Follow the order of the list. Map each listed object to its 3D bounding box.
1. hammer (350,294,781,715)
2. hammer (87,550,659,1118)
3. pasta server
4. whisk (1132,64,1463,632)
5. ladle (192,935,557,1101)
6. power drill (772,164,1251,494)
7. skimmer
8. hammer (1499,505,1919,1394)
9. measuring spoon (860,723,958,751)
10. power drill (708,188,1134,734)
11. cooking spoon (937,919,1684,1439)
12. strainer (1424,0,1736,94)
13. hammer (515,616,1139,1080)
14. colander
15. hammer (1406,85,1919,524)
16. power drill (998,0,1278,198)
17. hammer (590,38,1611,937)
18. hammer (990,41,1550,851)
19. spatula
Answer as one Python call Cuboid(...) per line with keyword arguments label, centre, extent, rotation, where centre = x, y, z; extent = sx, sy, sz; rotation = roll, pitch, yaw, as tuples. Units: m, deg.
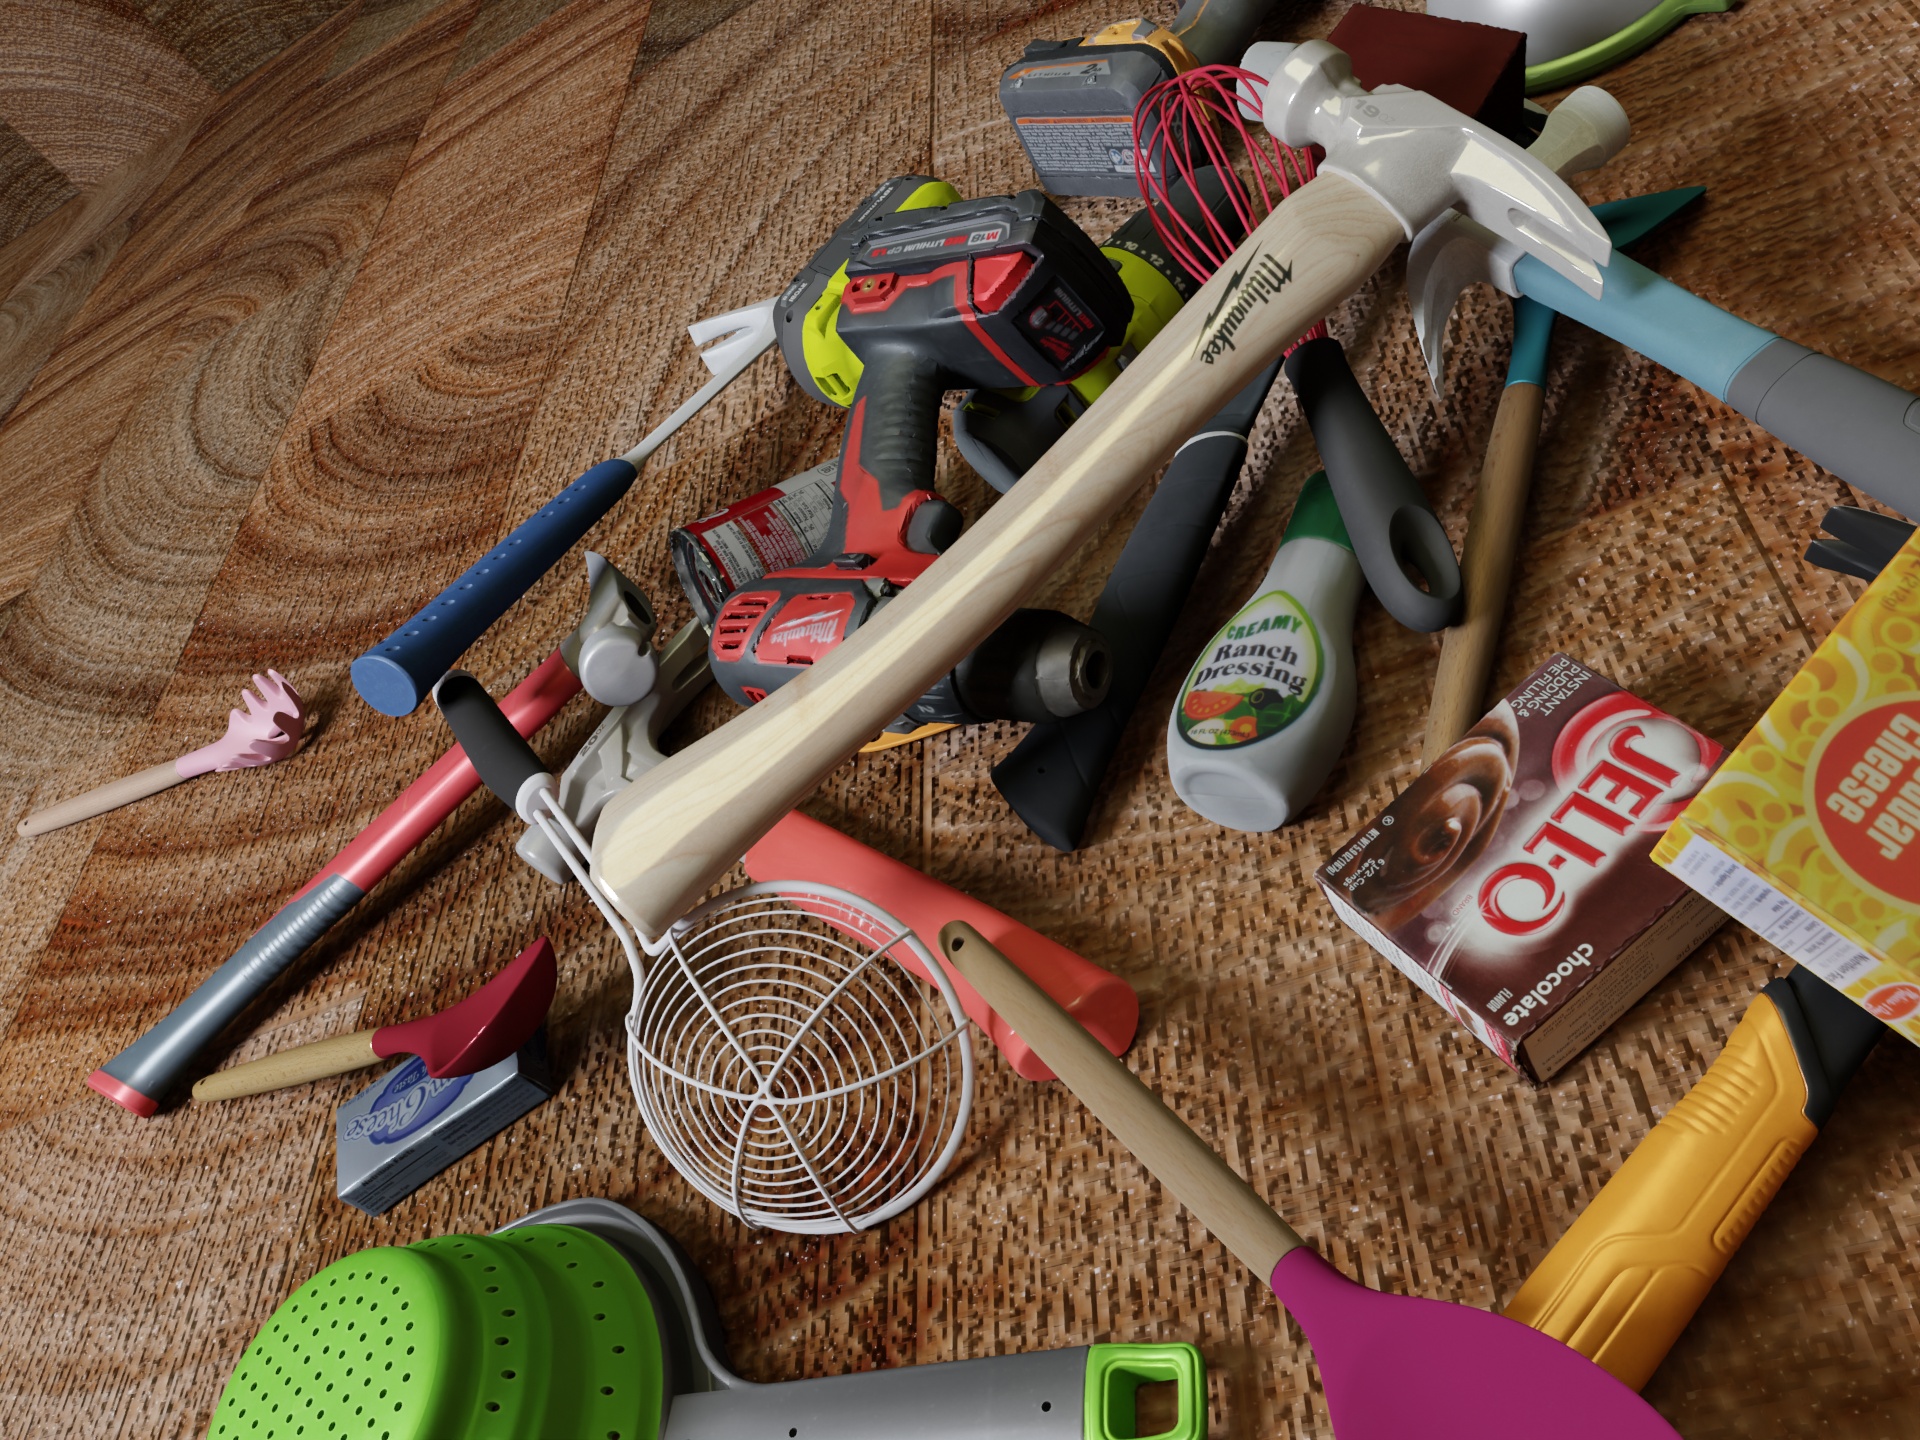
Cuboid(label="hammer", centre=(-0.183, -0.138, 0.863), extent=(0.144, 0.035, 0.406), rotation=(-7, 34, 36))
Cuboid(label="hammer", centre=(-0.310, 0.064, 0.838), extent=(0.386, 0.038, 0.143), rotation=(-42, 29, 6))
Cuboid(label="pasta server", centre=(-0.544, 0.035, 1.068), extent=(0.316, 0.040, 0.060), rotation=(-17, 56, 28))
Cuboid(label="whisk", centre=(0.131, -0.156, 0.625), extent=(0.073, 0.073, 0.296), rotation=(-26, 59, 17))
Cuboid(label="ladle", centre=(-0.278, 0.151, 0.728), extent=(0.315, 0.031, 0.069), rotation=(-20, 28, 38))
Cuboid(label="power drill", centre=(0.025, -0.217, 0.822), extent=(0.229, 0.080, 0.190), rotation=(27, 74, 45))
Cuboid(label="skimmer", centre=(-0.129, 0.066, 0.657), extent=(0.364, 0.090, 0.127), rotation=(38, 105, 48))
Cuboid(label="hammer", centre=(0.192, 0.100, 0.408), extent=(0.127, 0.034, 0.337), rotation=(37, 83, 23))
Cuboid(label="measuring spoon", centre=(-0.001, -0.002, 0.699), extent=(0.117, 0.011, 0.021), rotation=(-16, 47, 31))
Cuboid(label="power drill", centre=(0.001, -0.100, 0.658), extent=(0.188, 0.080, 0.227), rotation=(6, 72, 39))
Cuboid(label="cooking spoon", centre=(0.075, 0.135, 0.438), extent=(0.069, 0.017, 0.319), rotation=(-55, 38, 1))
Cuboid(label="strainer", centre=(0.295, -0.419, 0.796), extent=(0.151, 0.069, 0.257), rotation=(-11, 50, 31))
Cuboid(label="hammer", centre=(-0.059, 0.052, 0.672), extent=(0.359, 0.036, 0.149), rotation=(20, 68, 47))
Cuboid(label="colander", centre=(-0.118, 0.227, 0.513), extent=(0.397, 0.094, 0.205), rotation=(-18, 45, 25))
Cuboid(label="hammer", centre=(0.275, -0.110, 0.524), extent=(0.128, 0.033, 0.331), rotation=(-40, 48, 1))
Cuboid(label="power drill", centre=(0.122, -0.400, 0.911), extent=(0.226, 0.084, 0.185), rotation=(-48, 40, -16))
Cuboid(label="hammer", centre=(0.038, -0.069, 0.562), extent=(0.410, 0.038, 0.146), rotation=(-44, 63, -4))
Cuboid(label="hammer", centre=(0.119, -0.128, 0.675), extent=(0.149, 0.036, 0.409), rotation=(18, 71, 27))
Cuboid(label="spatula", centre=(0.215, -0.097, 0.605), extent=(0.082, 0.044, 0.318), rotation=(-1, 59, 40))
